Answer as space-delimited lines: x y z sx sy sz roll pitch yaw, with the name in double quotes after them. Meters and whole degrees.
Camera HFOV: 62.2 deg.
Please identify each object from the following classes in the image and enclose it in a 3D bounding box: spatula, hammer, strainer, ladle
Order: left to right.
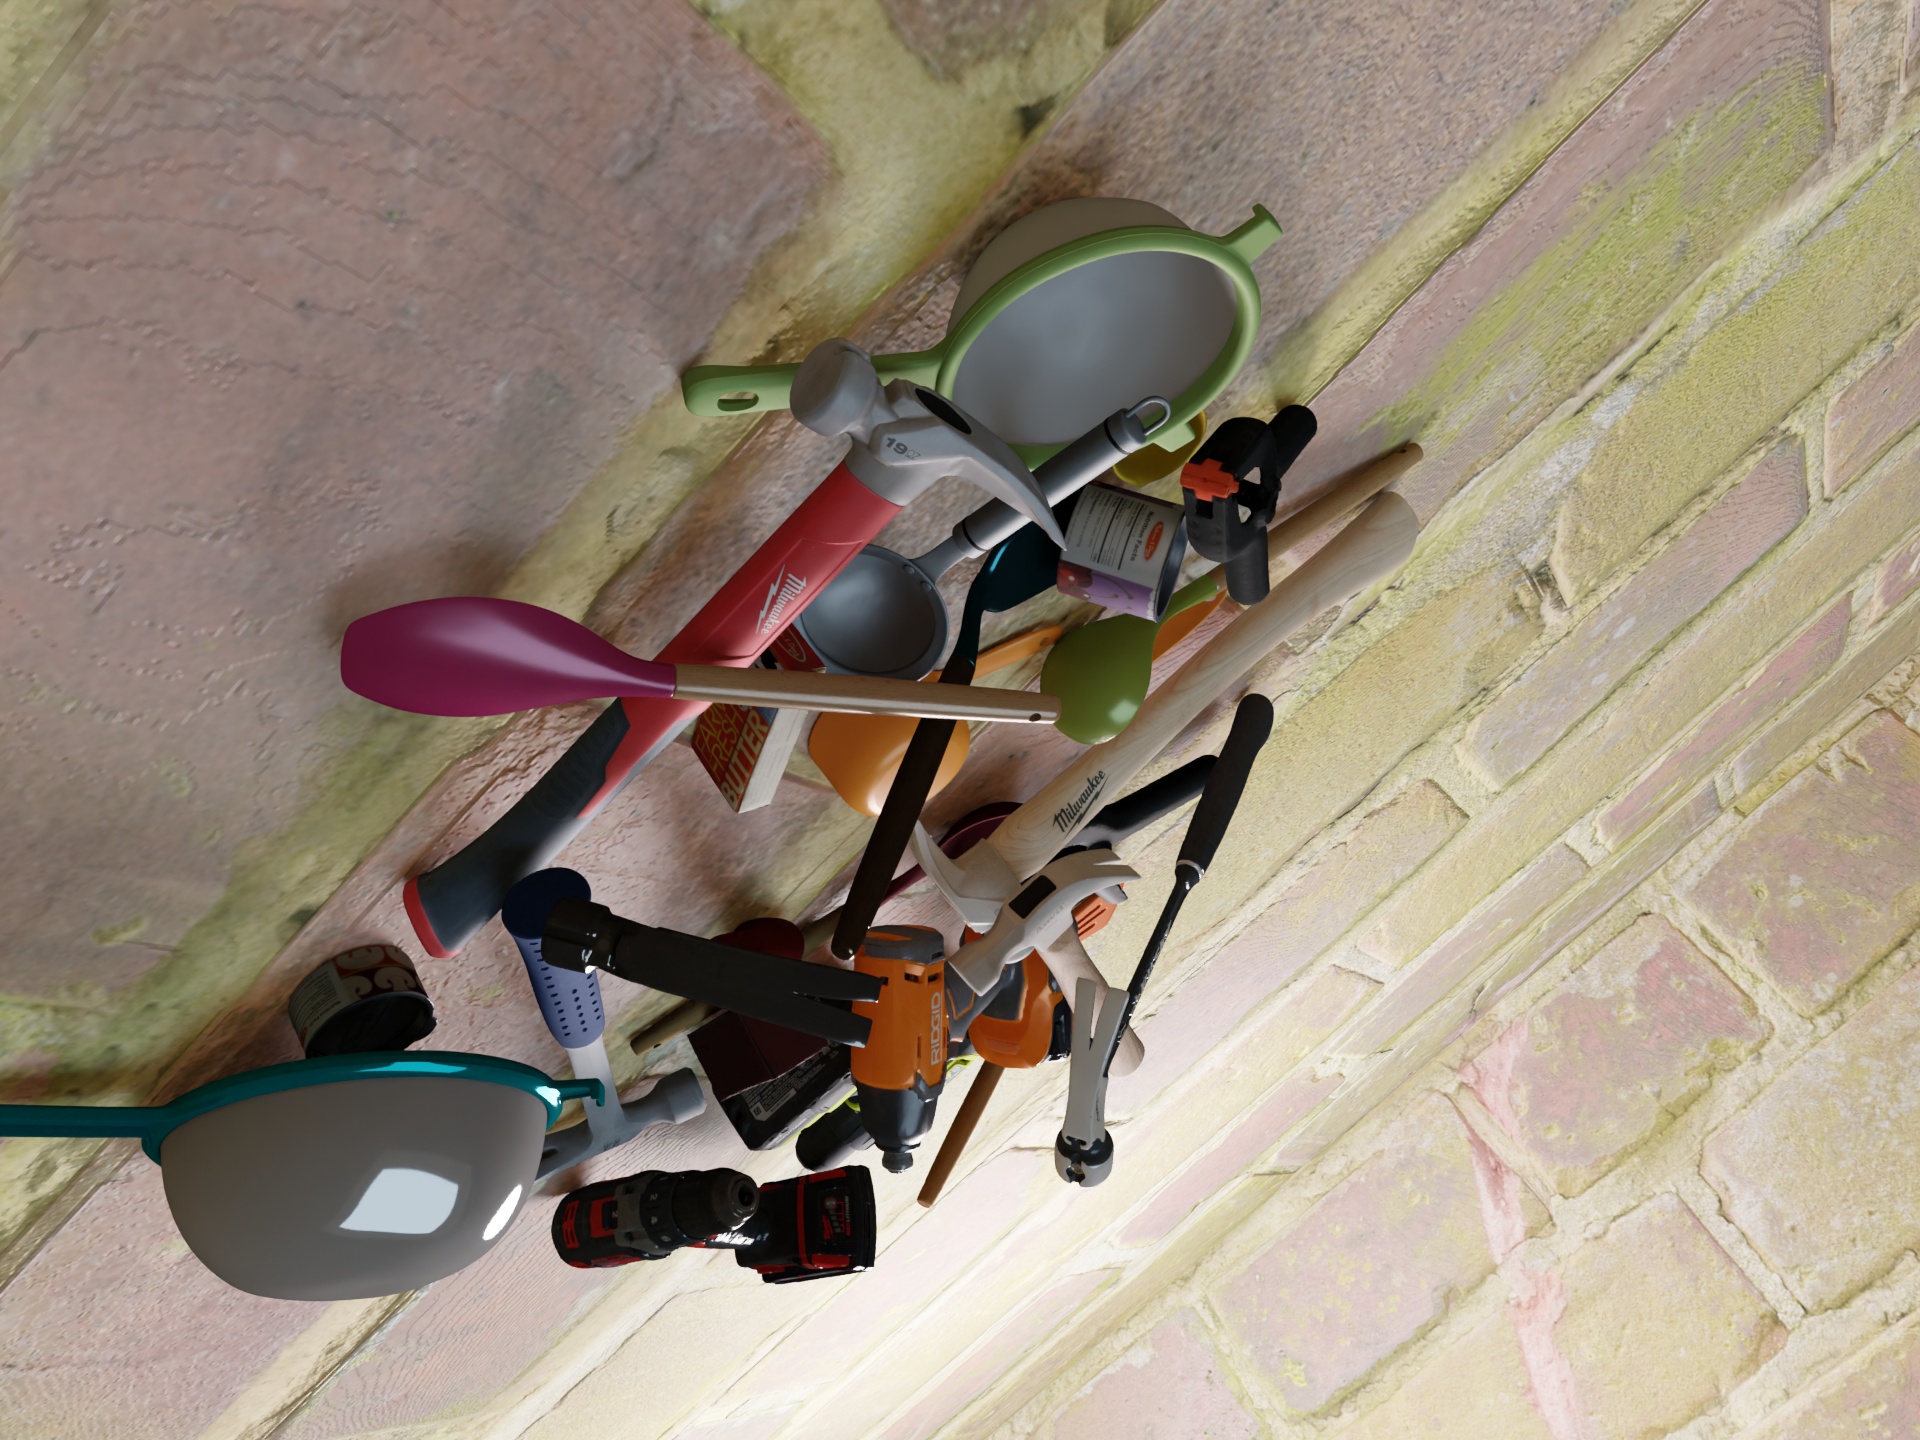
-0.358 0.239 0.791 0.211 0.095 0.340 -33 147 34 "strainer"
-0.223 0.188 0.919 0.144 0.035 0.405 -22 155 -18 "hammer"
-0.126 -0.004 0.742 0.143 0.038 0.386 27 121 -38 "hammer"
-0.108 0.129 0.859 0.359 0.149 0.037 87 17 -83 "hammer"
-0.082 0.137 1.072 0.315 0.031 0.069 -31 154 -8 "ladle"
0.001 -0.085 0.767 0.258 0.086 0.050 -31 -157 36 "strainer"
0.002 -0.174 0.699 0.256 0.069 0.151 -9 153 -14 "strainer"
0.003 -0.008 0.807 0.082 0.044 0.318 96 13 -50 "spatula"
0.050 0.249 1.262 0.323 0.041 0.081 -58 165 -36 "spatula"
0.088 0.185 1.111 0.130 0.031 0.331 -43 148 -8 "hammer"
0.142 -0.020 1.060 0.410 0.038 0.146 -41 122 -7 "hammer"
0.146 0.108 1.062 0.409 0.036 0.149 -56 154 -46 "hammer"
0.181 -0.089 1.014 0.320 0.078 0.062 -33 124 -19 "ladle"

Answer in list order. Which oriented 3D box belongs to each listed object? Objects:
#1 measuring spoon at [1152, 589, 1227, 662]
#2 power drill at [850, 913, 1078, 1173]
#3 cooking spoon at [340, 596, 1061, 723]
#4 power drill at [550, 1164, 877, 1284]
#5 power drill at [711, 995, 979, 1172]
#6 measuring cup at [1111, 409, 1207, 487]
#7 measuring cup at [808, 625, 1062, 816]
0.132 -0.052 1.027 0.117 0.021 0.011 -42 153 -18 "measuring spoon"
0.001 0.216 1.127 0.226 0.084 0.164 -5 97 -59 "power drill"
-0.101 -0.015 0.696 0.318 0.017 0.068 4 134 -23 "cooking spoon"
-0.161 0.367 1.174 0.188 0.080 0.226 -23 150 36 "power drill"
-0.089 0.274 1.211 0.190 0.080 0.228 -43 153 7 "power drill"
0.056 -0.152 0.824 0.156 0.029 0.062 -6 139 -26 "measuring cup"
-0.001 -0.003 0.932 0.173 0.052 0.095 -26 149 -17 "measuring cup"
